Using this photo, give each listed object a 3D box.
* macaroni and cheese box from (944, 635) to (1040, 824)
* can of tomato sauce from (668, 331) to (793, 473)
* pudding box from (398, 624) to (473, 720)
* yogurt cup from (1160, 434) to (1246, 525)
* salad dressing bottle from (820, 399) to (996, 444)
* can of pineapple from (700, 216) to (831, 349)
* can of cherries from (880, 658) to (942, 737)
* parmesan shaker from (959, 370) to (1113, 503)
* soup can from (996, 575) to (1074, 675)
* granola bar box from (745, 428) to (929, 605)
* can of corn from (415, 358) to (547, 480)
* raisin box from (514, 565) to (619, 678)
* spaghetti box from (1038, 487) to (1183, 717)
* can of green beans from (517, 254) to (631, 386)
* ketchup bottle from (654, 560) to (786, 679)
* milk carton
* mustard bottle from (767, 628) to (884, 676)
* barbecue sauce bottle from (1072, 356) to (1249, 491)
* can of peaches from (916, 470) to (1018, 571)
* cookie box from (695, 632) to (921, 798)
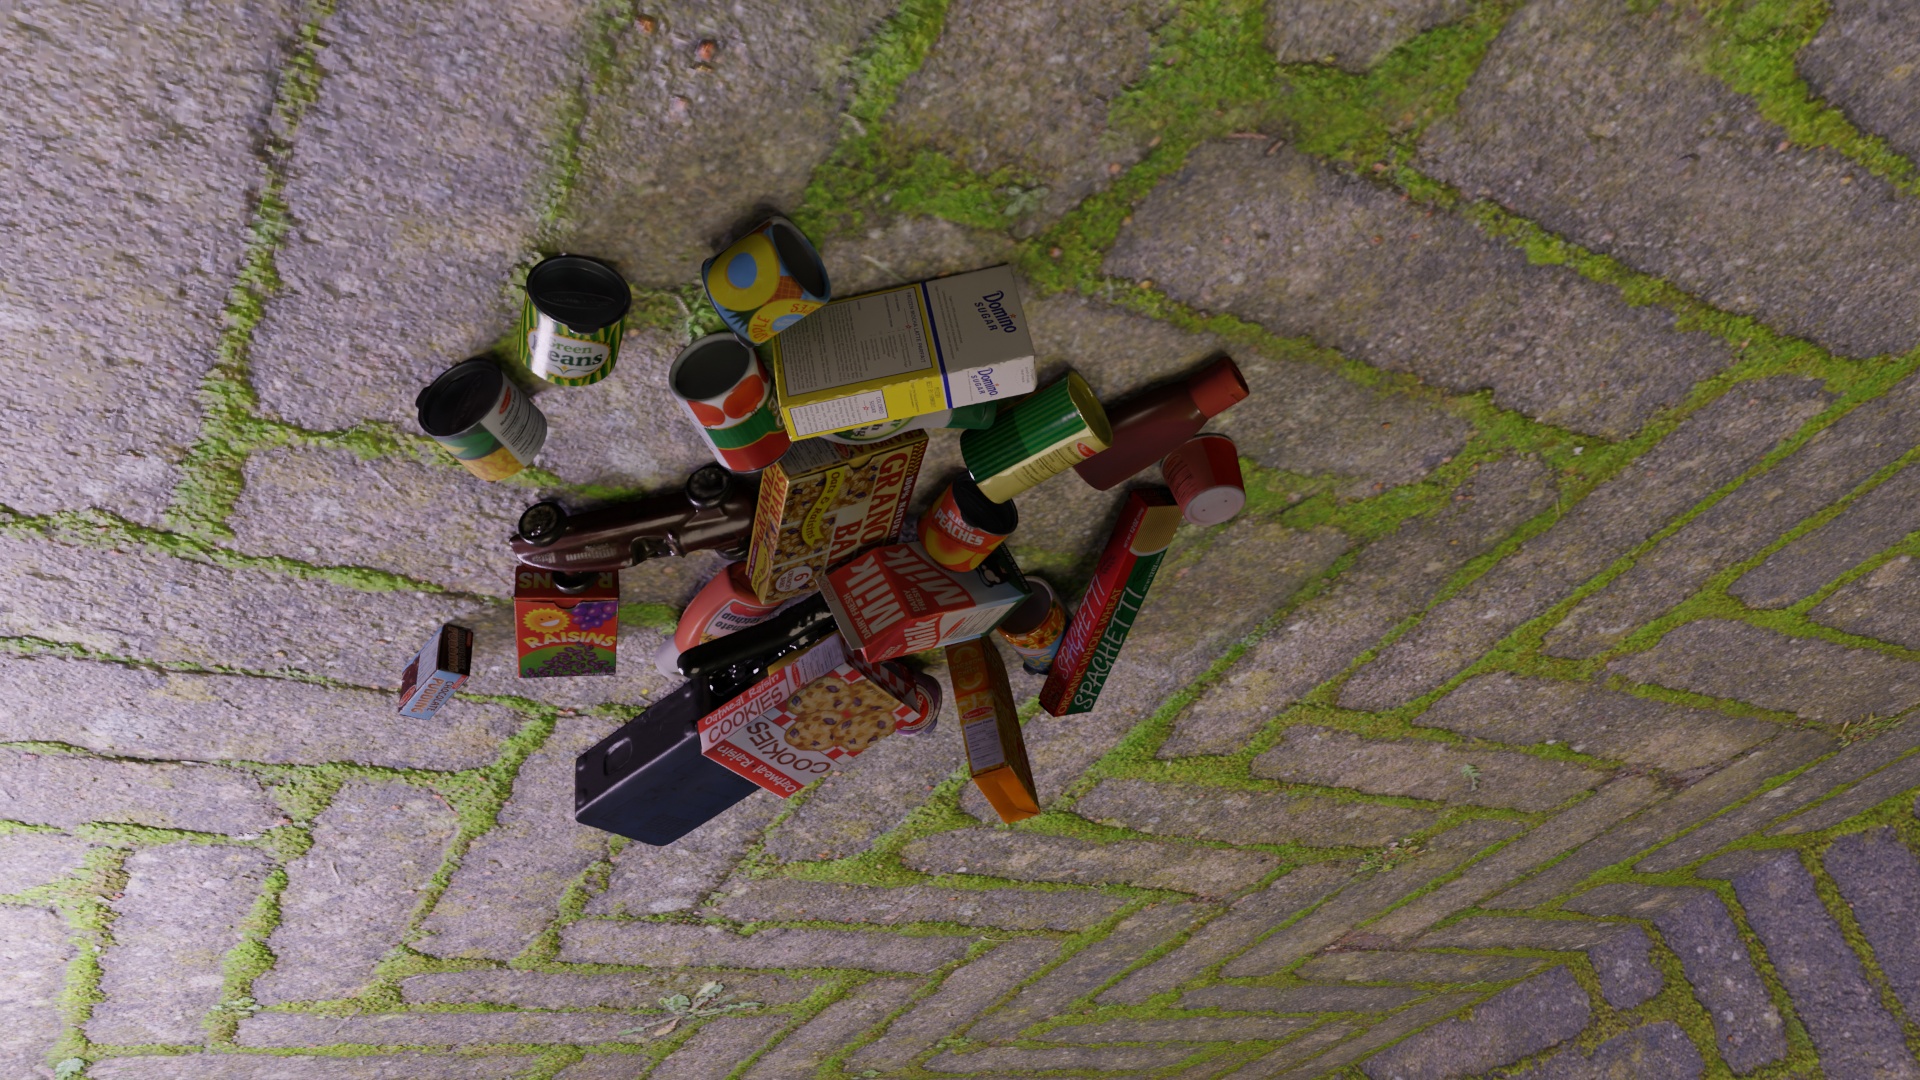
[{"bbox_3d":[0.030,0.173,1.344,0.040,0.167,0.123,-18,144,8],"label":"macaroni and cheese box"},{"bbox_3d":[-0.161,-0.100,0.999,0.071,0.071,0.082,-17,144,7],"label":"can of tomato sauce"},{"bbox_3d":[-0.462,0.116,1.222,0.030,0.050,0.083,23,131,-36],"label":"pudding box"},{"bbox_3d":[0.210,-0.050,1.188,0.072,0.054,0.072,-8,144,-6],"label":"yogurt cup"},{"bbox_3d":[-0.046,-0.103,1.042,0.148,0.044,0.064,-1,111,-24],"label":"salad dressing bottle"},{"bbox_3d":[-0.126,-0.169,0.911,0.057,0.071,0.071,-28,142,21],"label":"can of pineapple"},{"bbox_3d":[-0.060,0.157,1.378,0.071,0.072,0.058,-31,139,25],"label":"can of cherries"},{"bbox_3d":[0.057,-0.081,1.088,0.103,0.071,0.071,-27,142,21],"label":"parmesan shaker"},{"bbox_3d":[0.072,0.083,1.316,0.071,0.071,0.083,-22,143,14],"label":"soup can"},{"bbox_3d":[-0.101,-0.025,1.109,0.124,0.039,0.164,-19,150,-28],"label":"granola bar box"},{"bbox_3d":[-0.335,-0.084,0.971,0.071,0.071,0.058,-19,144,9],"label":"can of corn"},{"bbox_3d":[-0.342,0.071,1.205,0.086,0.040,0.122,1,142,-16],"label":"raisin box"},{"bbox_3d":[0.136,0.061,1.271,0.050,0.029,0.248,-3,128,-35],"label":"spaghetti box"},{"bbox_3d":[-0.254,-0.143,0.911,0.071,0.071,0.057,5,141,-22],"label":"can of green beans"},{"bbox_3d":[-0.220,0.073,1.240,0.065,0.044,0.148,12,140,-42],"label":"ketchup bottle"},{"bbox_3d":[-0.036,0.048,1.179,0.191,0.072,0.073,-10,153,-46],"label":"milk carton"},{"bbox_3d":[-0.102,0.099,1.305,0.160,0.049,0.065,-25,144,16],"label":"mustard bottle"},{"bbox_3d":[0.160,-0.095,1.119,0.148,0.044,0.065,-30,141,22],"label":"barbecue sauce bottle"},{"bbox_3d":[0.004,-0.015,1.162,0.071,0.071,0.057,15,138,-32],"label":"can of peaches"},{"bbox_3d":[-0.141,0.166,1.293,0.167,0.040,0.122,-33,136,15],"label":"cookie box"}]
